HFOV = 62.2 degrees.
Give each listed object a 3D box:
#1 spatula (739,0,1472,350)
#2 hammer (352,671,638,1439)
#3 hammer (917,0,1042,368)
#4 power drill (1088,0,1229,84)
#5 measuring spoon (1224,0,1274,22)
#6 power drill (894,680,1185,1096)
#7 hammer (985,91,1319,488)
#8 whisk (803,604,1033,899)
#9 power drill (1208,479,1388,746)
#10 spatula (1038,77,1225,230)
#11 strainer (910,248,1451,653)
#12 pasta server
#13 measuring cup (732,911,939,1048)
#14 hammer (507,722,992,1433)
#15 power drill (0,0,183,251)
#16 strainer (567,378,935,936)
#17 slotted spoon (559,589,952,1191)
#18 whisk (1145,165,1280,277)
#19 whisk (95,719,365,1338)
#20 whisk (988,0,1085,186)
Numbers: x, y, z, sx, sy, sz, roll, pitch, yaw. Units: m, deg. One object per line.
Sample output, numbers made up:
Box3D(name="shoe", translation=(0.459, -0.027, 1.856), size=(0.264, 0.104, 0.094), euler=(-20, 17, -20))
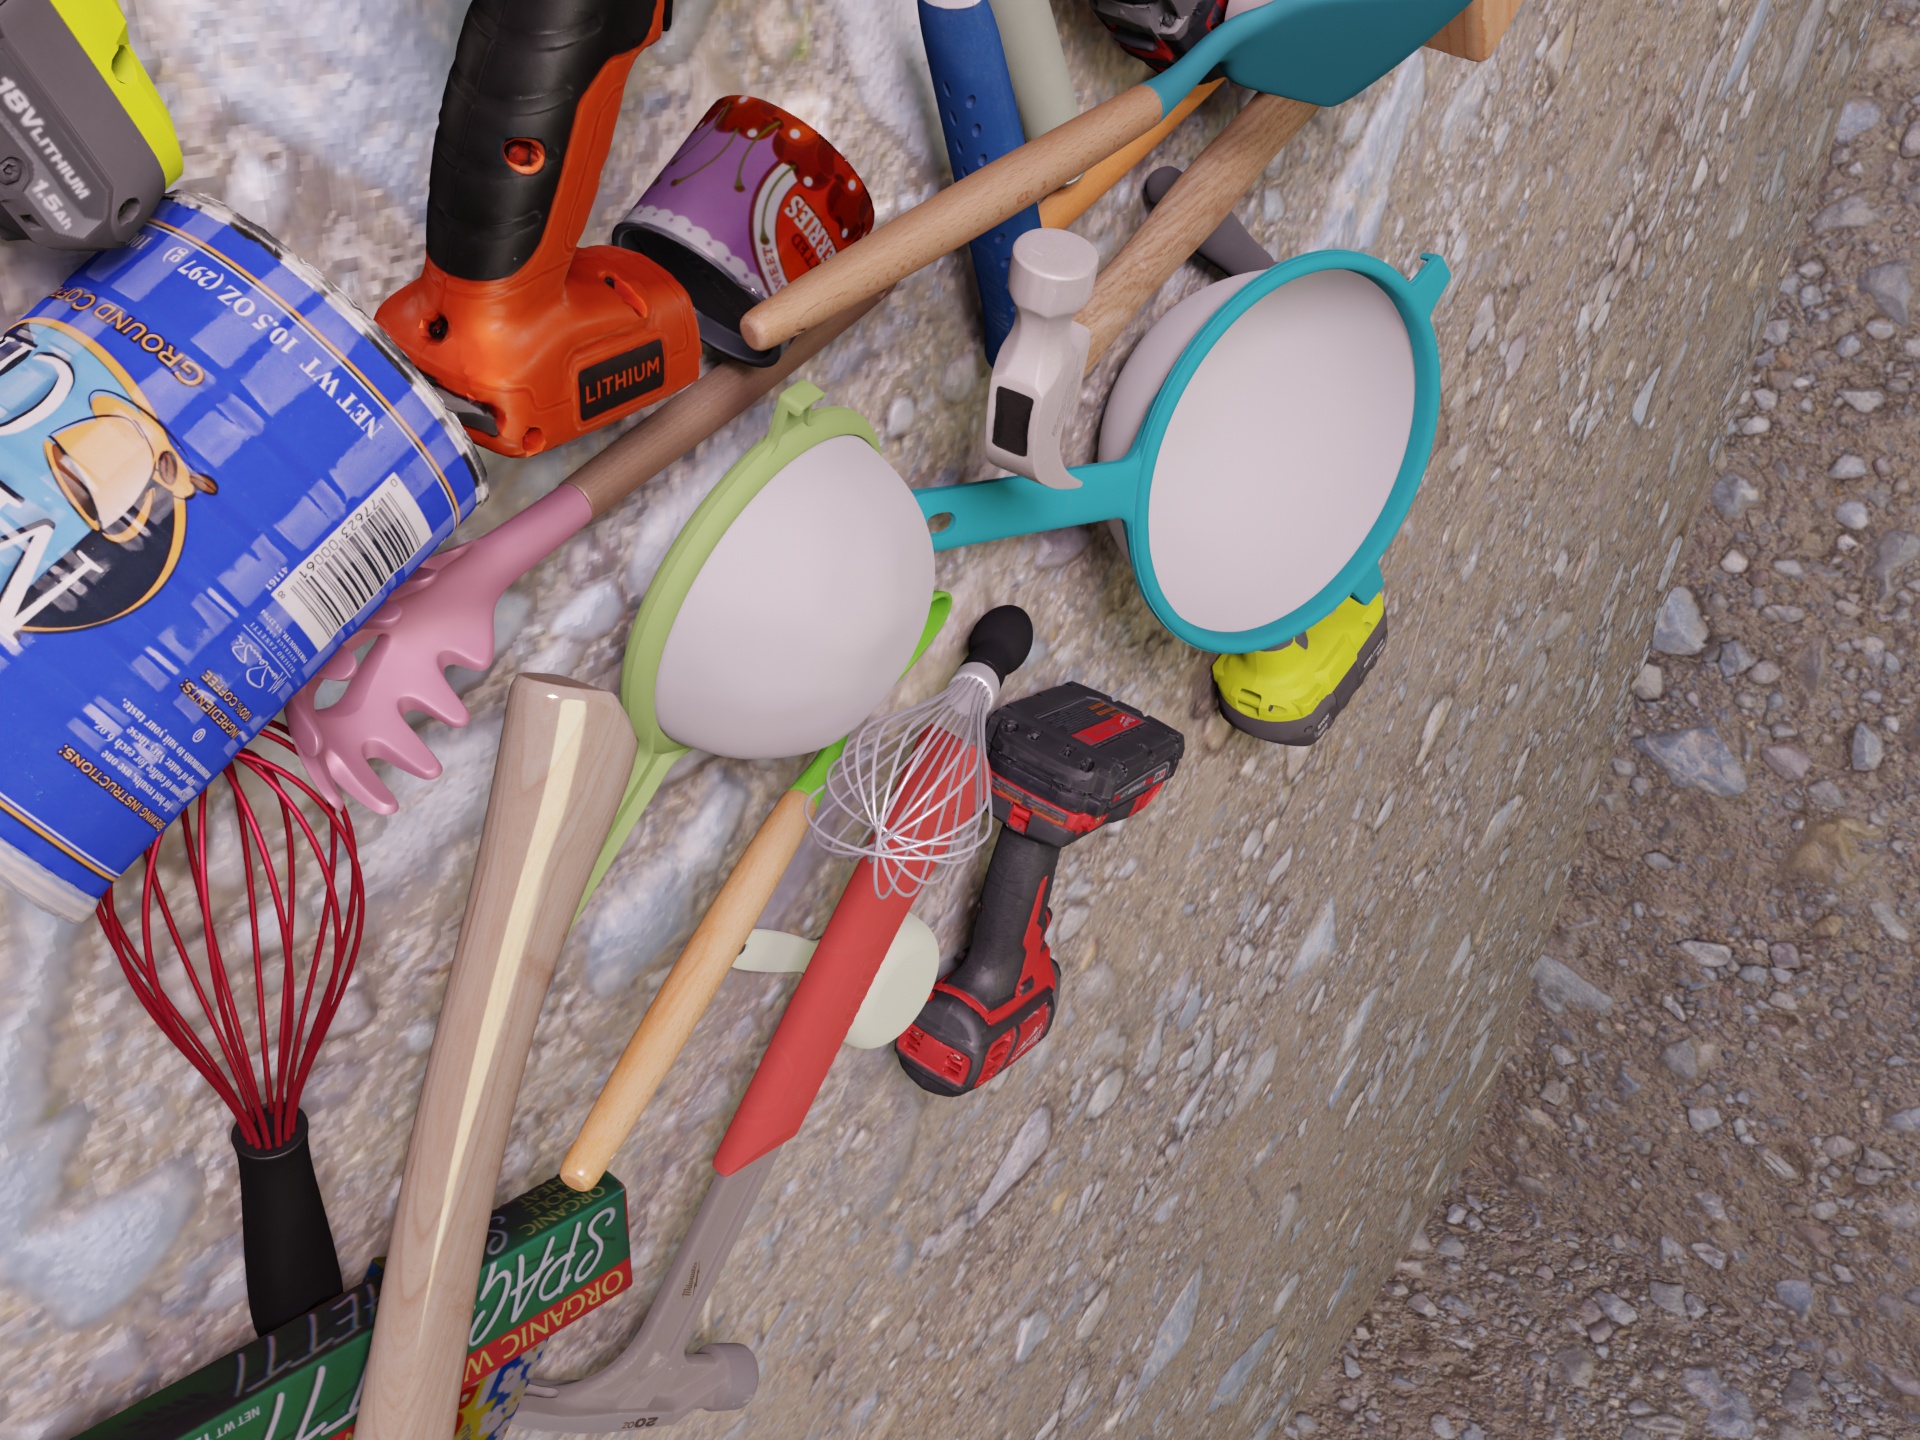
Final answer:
Box3D(name="spatula", translation=(0.054, -0.193, 0.547), size=(0.317, 0.082, 0.044), euler=(-38, 97, -27))
Box3D(name="hammer", translation=(-0.183, 0.186, 0.528), size=(0.146, 0.038, 0.410), euler=(7, 97, -54))
Box3D(name="hammer", translation=(-0.002, -0.248, 0.526), size=(0.035, 0.144, 0.405), euler=(-51, 155, -14))
Box3D(name="power drill", translation=(0.106, -0.374, 0.605), size=(0.226, 0.080, 0.188), euler=(-68, 163, 12))
Box3D(name="measuring spoon", translation=(0.134, -0.290, 0.669), size=(0.034, 0.018, 0.124), euler=(-65, 165, 14))
Box3D(name="power drill", translation=(0.043, 0.096, 0.894), size=(0.143, 0.079, 0.219), euler=(-19, 132, -58))
Box3D(name="hammer", translation=(0.094, -0.212, 0.691), size=(0.331, 0.031, 0.130), euler=(-53, 163, -39))
Box3D(name="whisk", translation=(0.000, -0.002, 0.687), size=(0.285, 0.070, 0.070), euler=(-59, 163, -66))
Box3D(name="power drill", translation=(0.217, -0.105, 1.022), size=(0.171, 0.080, 0.223), euler=(-49, 144, -24))
Box3D(name="spatula", translation=(0.116, -0.315, 0.750), size=(0.323, 0.041, 0.080), euler=(-47, 146, -20))
Box3D(name="strainer", translation=(0.092, -0.135, 0.800), size=(0.340, 0.095, 0.210), euler=(-14, 124, -31))
Box3D(name="pasta server", translation=(-0.103, -0.082, 0.524), size=(0.316, 0.040, 0.060), euler=(-49, 153, -40))
Box3D(name="measuring cup", translation=(-0.061, 0.125, 0.786), size=(0.083, 0.038, 0.167), euler=(-64, 153, 0))
Box3D(name="hammer", translation=(-0.087, 0.166, 0.739), size=(0.149, 0.037, 0.359), euler=(23, 94, -46))
Box3D(name="power drill", translation=(-0.154, -0.211, 0.337), size=(0.228, 0.080, 0.190), euler=(-55, 158, -21))
Box3D(name="strainer", translation=(-0.083, 0.007, 0.600), size=(0.256, 0.069, 0.151), euler=(-58, 167, -1))
Box3D(name="slotted spoon", translation=(-0.075, 0.049, 0.635), size=(0.314, 0.031, 0.070), euler=(-62, 180, -41))
Box3D(name="whisk", translation=(0.159, -0.239, 0.851), size=(0.238, 0.055, 0.055), euler=(14, 100, -56))
Box3D(name="whisk", translation=(-0.222, 0.119, 0.510), size=(0.073, 0.073, 0.295), euler=(-32, 144, -43))
Box3D(name="whisk", translation=(0.013, -0.286, 0.586), size=(0.058, 0.059, 0.246), euler=(-25, 152, 5))
